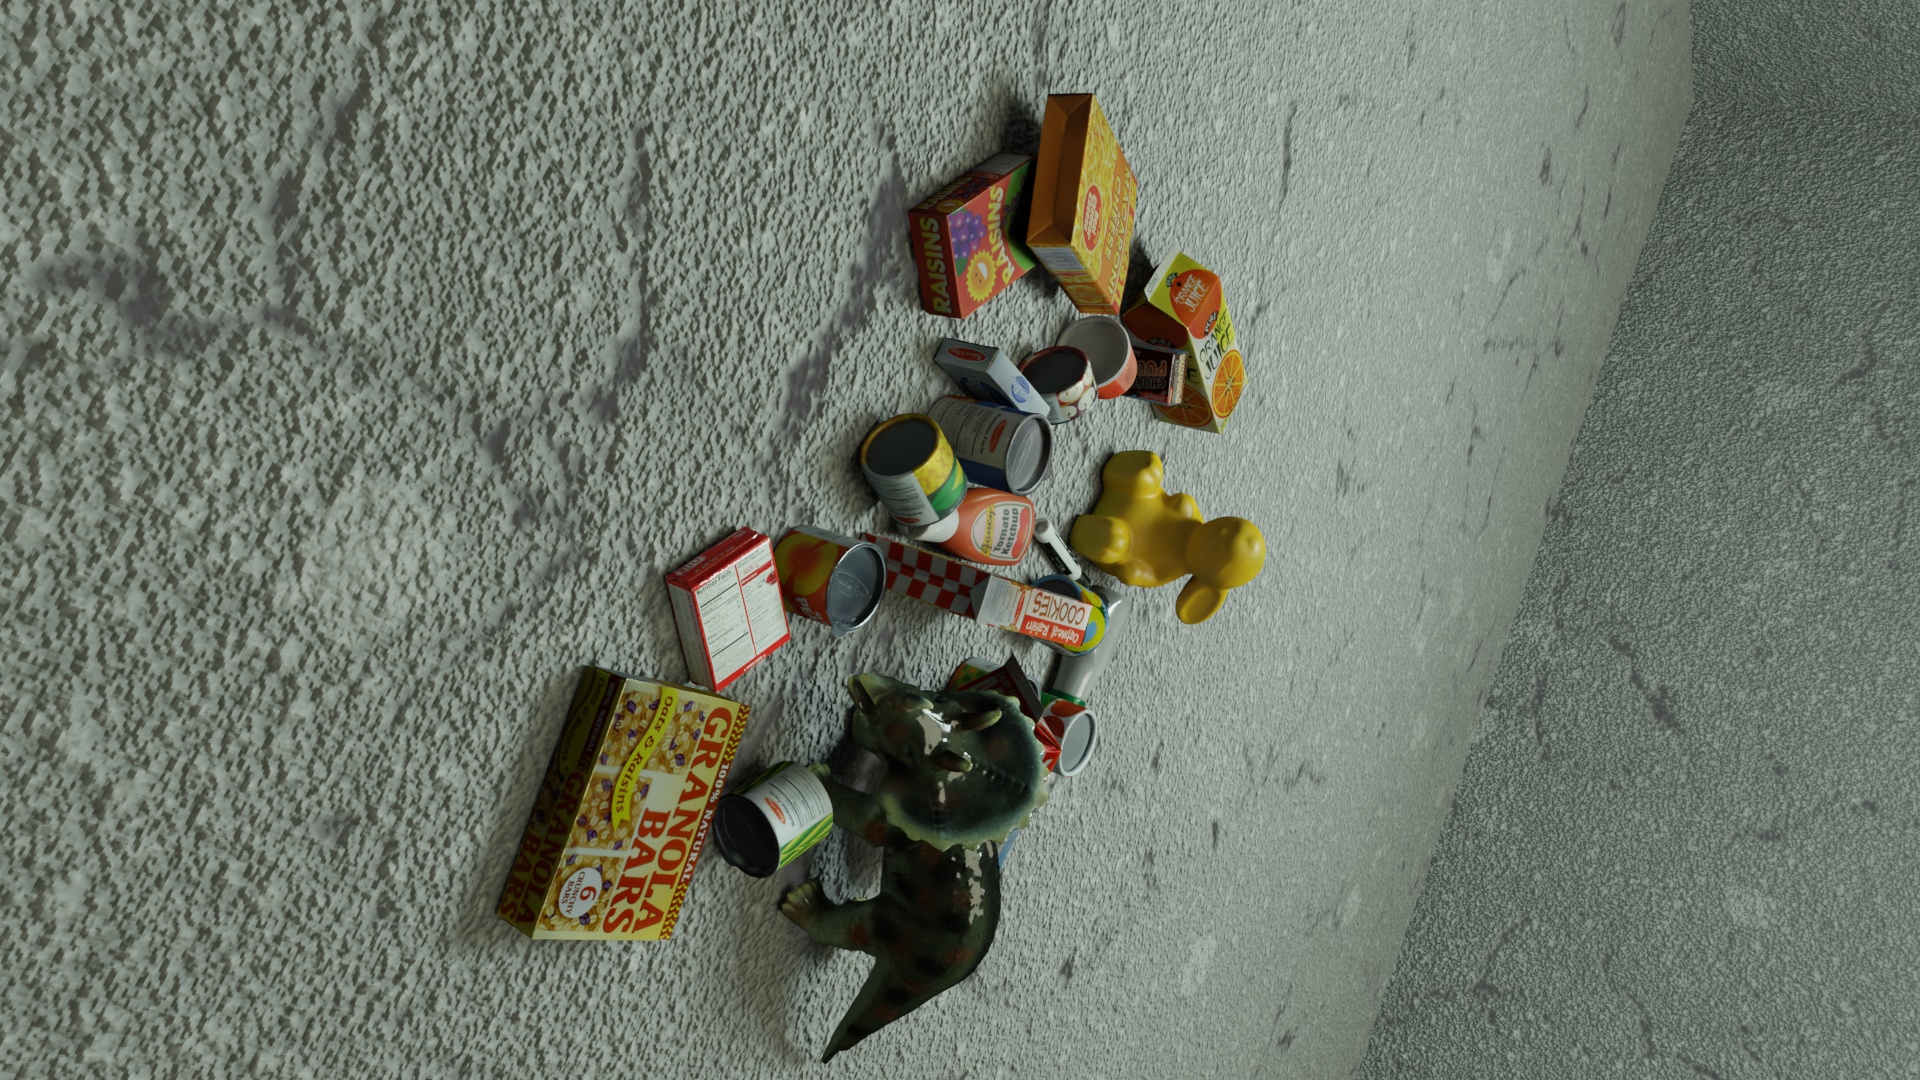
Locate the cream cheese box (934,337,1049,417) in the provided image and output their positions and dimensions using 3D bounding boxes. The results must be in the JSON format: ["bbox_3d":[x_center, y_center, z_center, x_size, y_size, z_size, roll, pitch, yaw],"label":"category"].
[{"bbox_3d":[0.027,-0.125,1.109,0.103,0.053,0.024,41,72,-54],"label":"cream cheese box"}]

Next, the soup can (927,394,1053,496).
[{"bbox_3d":[0.022,-0.075,1.096,0.072,0.084,0.071,-28,126,-47],"label":"soup can"}]

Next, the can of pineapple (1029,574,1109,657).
[{"bbox_3d":[0.096,0.068,1.278,0.058,0.071,0.071,31,77,-55],"label":"can of pineapple"}]

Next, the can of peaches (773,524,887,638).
[{"bbox_3d":[-0.096,0.028,0.991,0.071,0.058,0.071,-29,127,-47],"label":"can of peaches"}]

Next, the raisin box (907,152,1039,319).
[{"bbox_3d":[0.015,-0.234,1.061,0.124,0.040,0.085,-43,137,-39],"label":"raisin box"}]

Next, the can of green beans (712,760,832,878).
[{"bbox_3d":[-0.135,0.199,0.998,0.058,0.071,0.071,-27,125,-48],"label":"can of green beans"}]

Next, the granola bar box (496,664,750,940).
[{"bbox_3d":[-0.213,0.171,0.897,0.124,0.039,0.165,26,81,-55],"label":"granola bar box"}]

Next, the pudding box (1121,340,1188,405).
[{"bbox_3d":[0.163,-0.155,1.269,0.030,0.084,0.049,-13,115,-50],"label":"pudding box"}]

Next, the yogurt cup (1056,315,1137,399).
[{"bbox_3d":[0.123,-0.159,1.228,0.054,0.072,0.072,33,76,-64],"label":"yogurt cup"}]

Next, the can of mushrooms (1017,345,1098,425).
[{"bbox_3d":[0.082,-0.133,1.174,0.071,0.071,0.033,-54,141,-28],"label":"can of mushrooms"}]

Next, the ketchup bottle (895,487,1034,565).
[{"bbox_3d":[0.004,-0.014,1.132,0.149,0.043,0.064,7,98,-56],"label":"ketchup bottle"}]

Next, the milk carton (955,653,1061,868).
[{"bbox_3d":[0.020,0.187,1.139,0.073,0.072,0.189,6,123,-30],"label":"milk carton"}]

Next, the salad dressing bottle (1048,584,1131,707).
[{"bbox_3d":[0.119,0.118,1.355,0.064,0.044,0.148,40,71,-56],"label":"salad dressing bottle"}]

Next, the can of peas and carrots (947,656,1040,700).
[{"bbox_3d":[0.027,0.143,1.217,0.071,0.059,0.070,-28,126,-46],"label":"can of peas and carrots"}]

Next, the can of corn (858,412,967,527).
[{"bbox_3d":[-0.035,-0.055,1.039,0.071,0.071,0.058,-57,143,-23],"label":"can of corn"}]

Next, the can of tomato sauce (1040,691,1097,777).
[{"bbox_3d":[0.075,0.172,1.276,0.071,0.083,0.071,-28,126,-47],"label":"can of tomato sauce"}]

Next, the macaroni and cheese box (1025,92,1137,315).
[{"bbox_3d":[0.102,-0.267,1.125,0.166,0.040,0.124,28,70,-68],"label":"macaroni and cheese box"}]

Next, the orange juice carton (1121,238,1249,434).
[{"bbox_3d":[0.214,-0.195,1.335,0.072,0.073,0.192,-57,142,-24],"label":"orange juice carton"}]

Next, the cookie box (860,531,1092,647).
[{"bbox_3d":[0.012,0.041,1.094,0.167,0.123,0.040,19,88,-57],"label":"cookie box"}]
